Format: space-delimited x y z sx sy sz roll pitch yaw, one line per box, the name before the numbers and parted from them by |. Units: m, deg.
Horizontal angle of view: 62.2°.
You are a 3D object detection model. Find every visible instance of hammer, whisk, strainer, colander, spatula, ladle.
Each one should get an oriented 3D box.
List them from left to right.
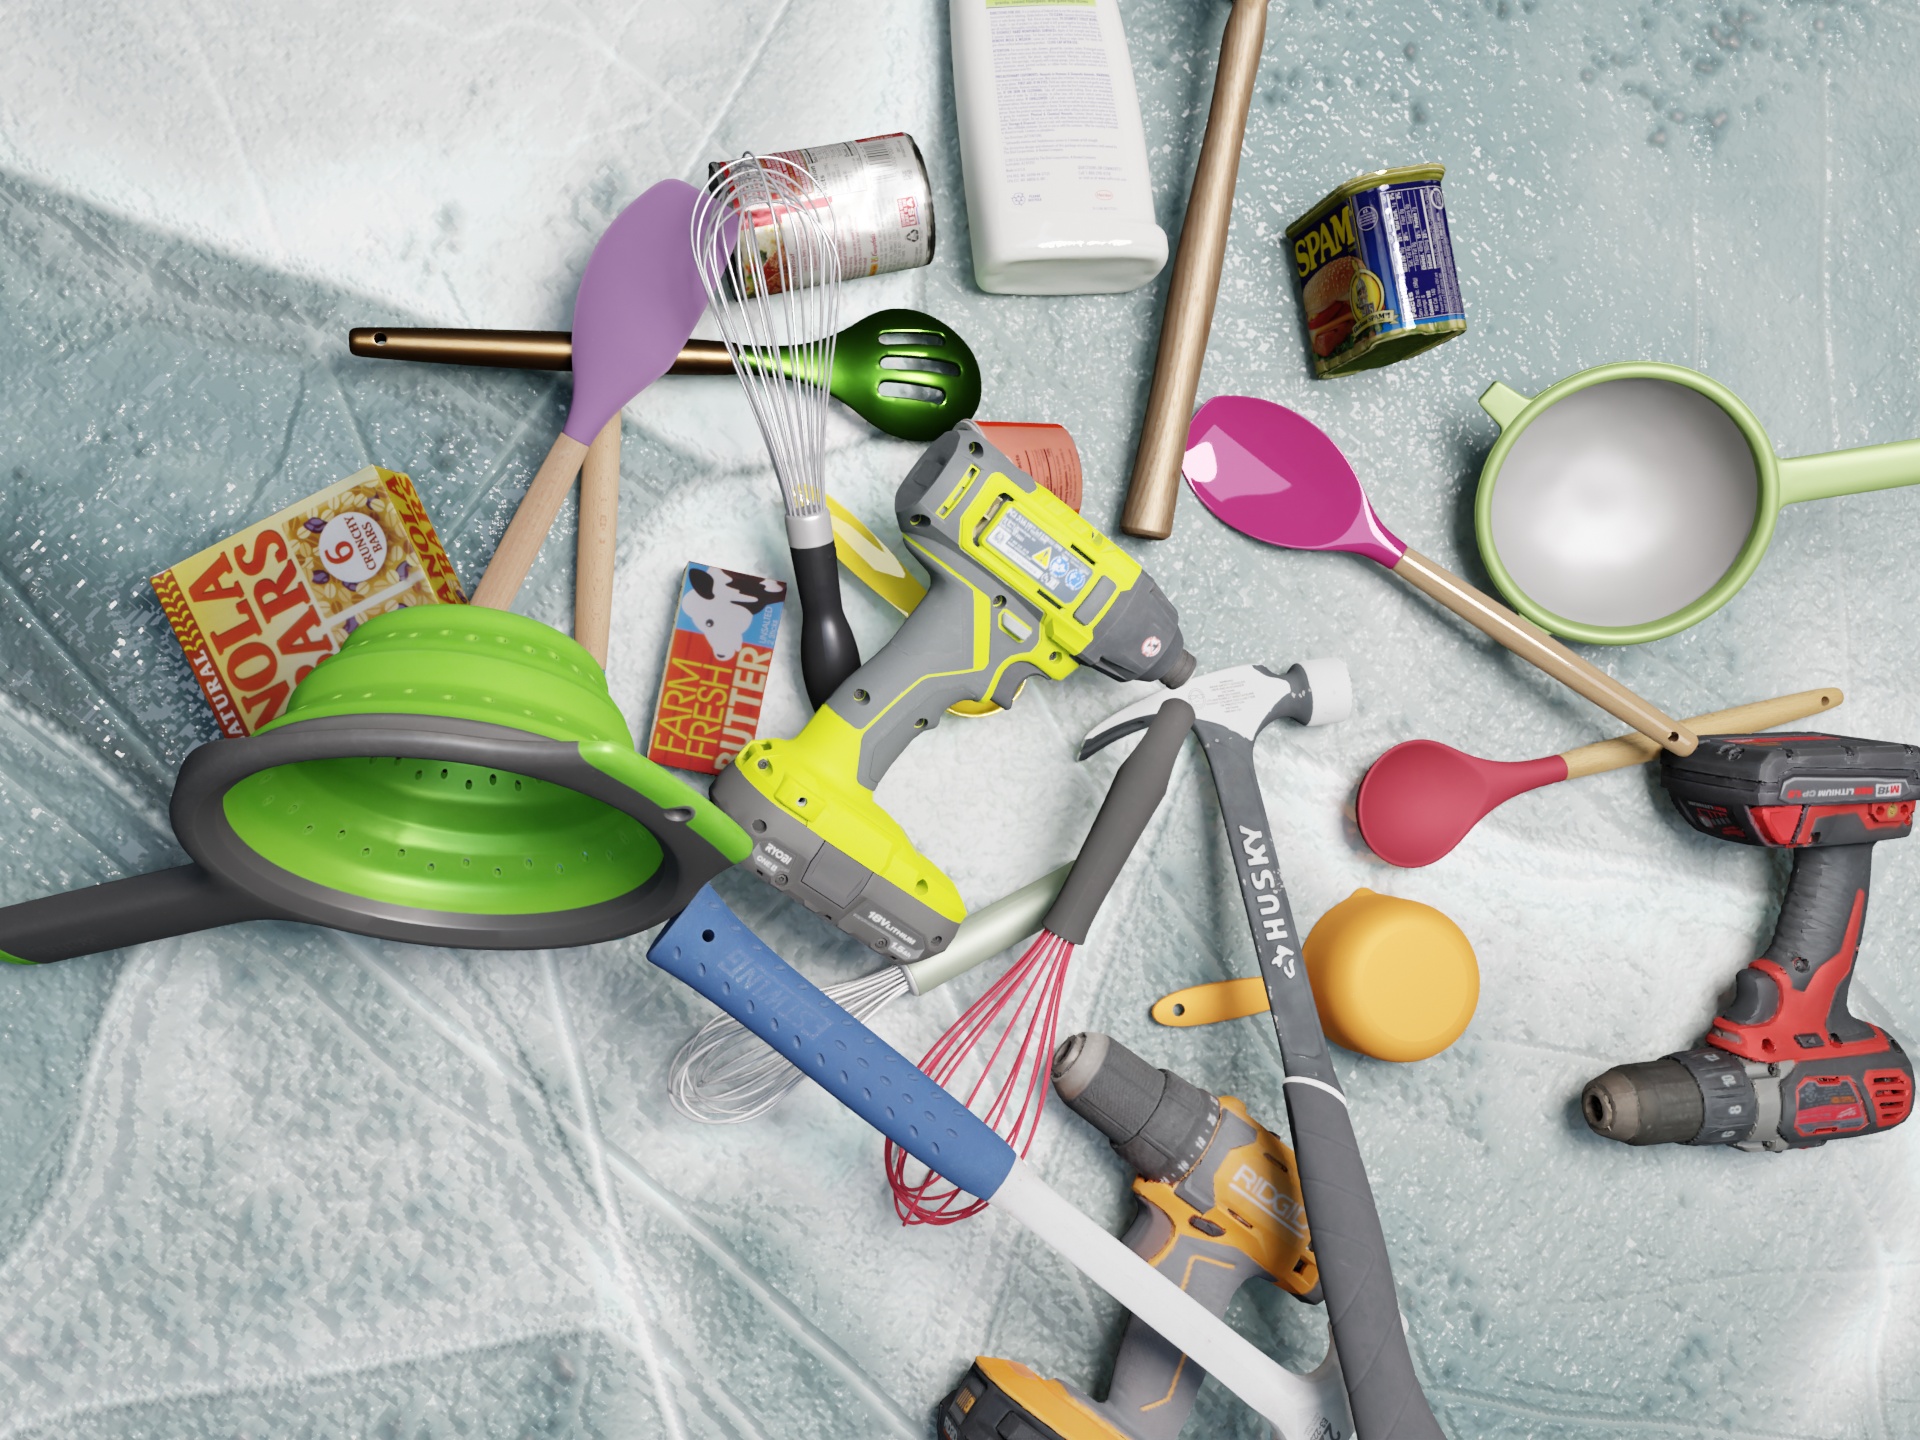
colander | -0.279 0.033 0.684 0.397 0.204 0.095 -12 59 21
spatula | -0.200 -0.114 0.767 0.060 0.018 0.316 28 95 -3
spatula | -0.184 -0.052 0.783 0.082 0.044 0.317 1 85 13
whisk | -0.077 -0.124 0.763 0.070 0.070 0.284 -12 112 -10
whisk | -0.035 0.132 0.804 0.246 0.059 0.057 -26 136 -14
hammer | 0.023 0.221 0.730 0.405 0.035 0.144 40 72 -8
whisk | 0.041 0.121 0.780 0.073 0.073 0.296 27 95 -8
hammer | 0.128 -0.258 0.825 0.031 0.130 0.331 11 94 3
hammer | 0.162 0.160 0.770 0.149 0.036 0.409 -7 66 -6
ladle | 0.357 0.019 0.886 0.315 0.031 0.069 -13 97 -12
strainer | 0.404 -0.128 0.848 0.256 0.069 0.151 -8 106 13

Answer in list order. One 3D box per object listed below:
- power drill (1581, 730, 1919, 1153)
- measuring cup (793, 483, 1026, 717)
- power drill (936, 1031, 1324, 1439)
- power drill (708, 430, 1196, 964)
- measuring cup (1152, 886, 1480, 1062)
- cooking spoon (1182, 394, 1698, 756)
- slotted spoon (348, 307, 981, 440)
power drill | 0.426 0.123 0.860 0.188 0.080 0.226 -2 96 -14
measuring cup | -0.030 -0.063 0.821 0.156 0.029 0.062 44 81 -3
power drill | 0.079 0.286 0.799 0.185 0.084 0.226 38 77 -7
power drill | -0.001 -0.002 0.768 0.171 0.080 0.223 36 93 -22
measuring cup | 0.190 0.143 0.836 0.173 0.052 0.095 -8 89 -12
cooking spoon | 0.257 -0.073 0.853 0.319 0.017 0.068 34 99 3
slotted spoon | -0.137 -0.179 0.791 0.313 0.031 0.070 0 84 -15
